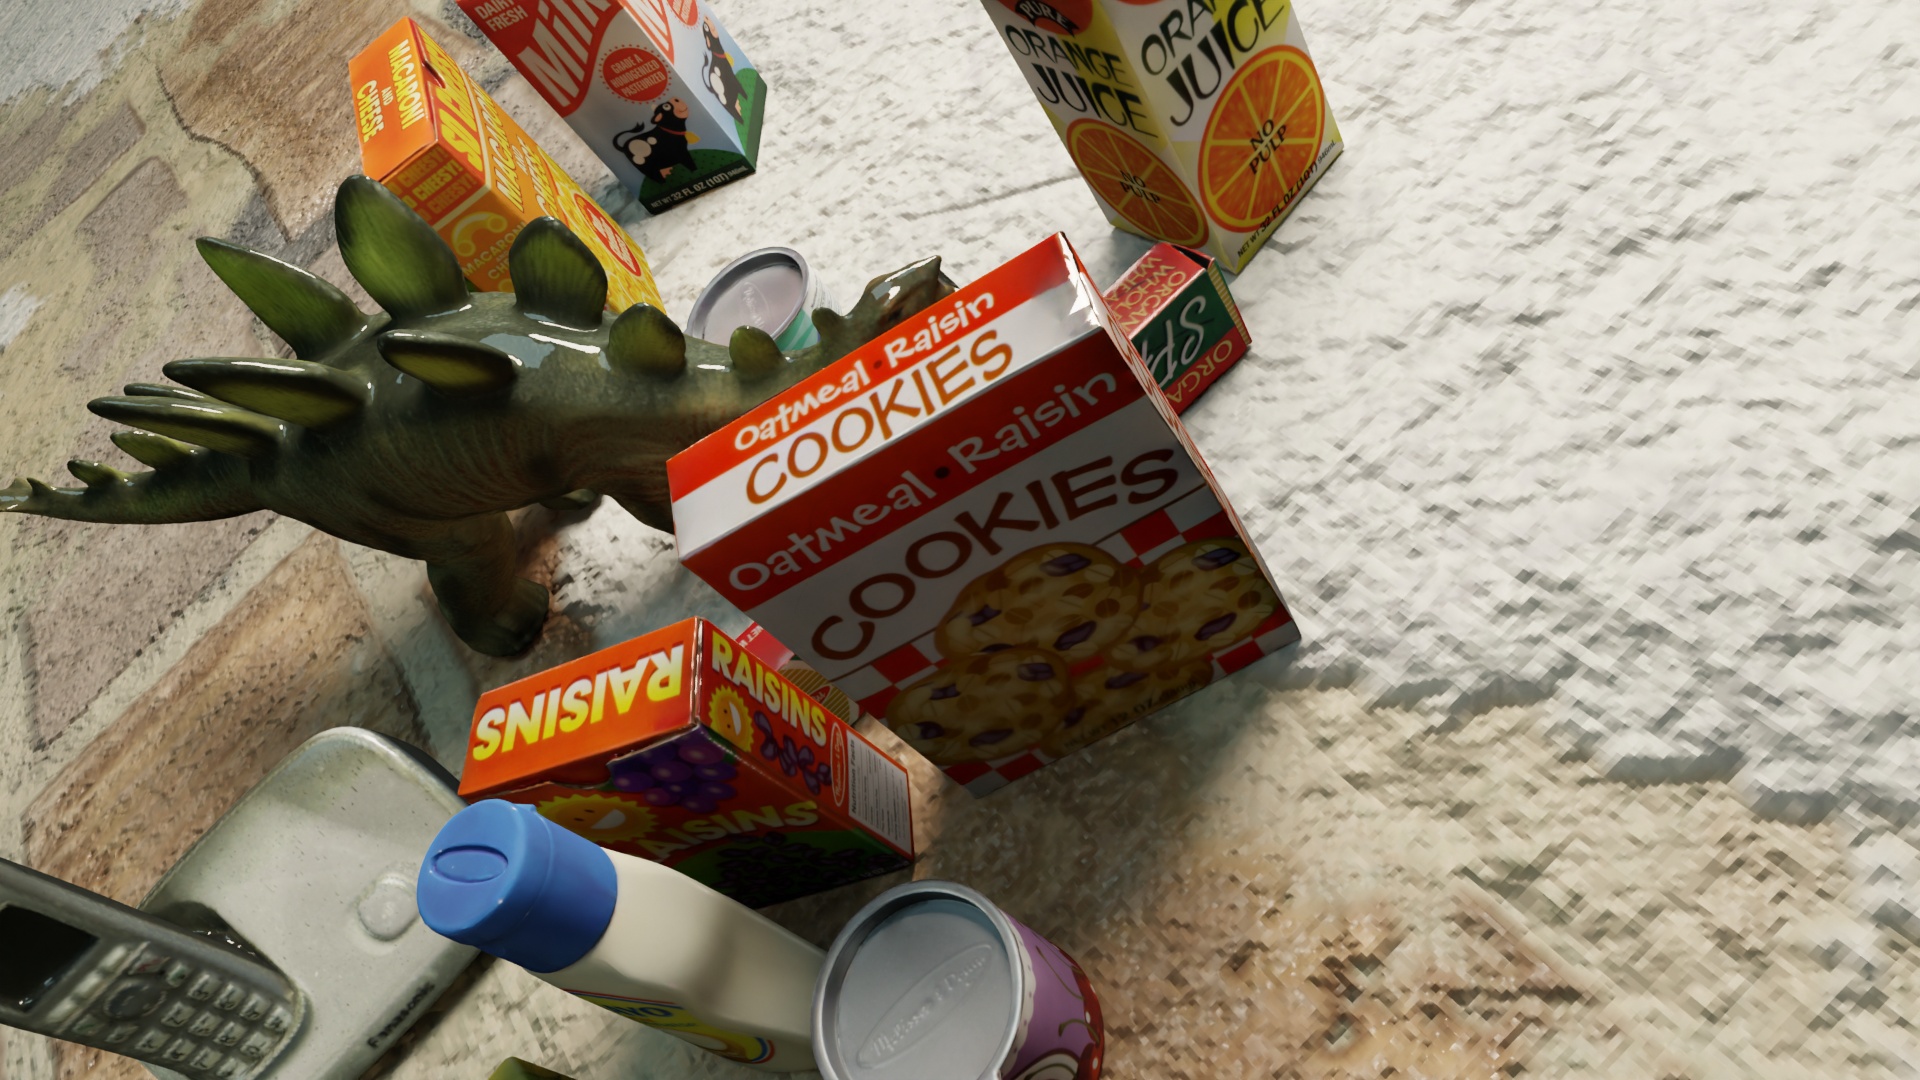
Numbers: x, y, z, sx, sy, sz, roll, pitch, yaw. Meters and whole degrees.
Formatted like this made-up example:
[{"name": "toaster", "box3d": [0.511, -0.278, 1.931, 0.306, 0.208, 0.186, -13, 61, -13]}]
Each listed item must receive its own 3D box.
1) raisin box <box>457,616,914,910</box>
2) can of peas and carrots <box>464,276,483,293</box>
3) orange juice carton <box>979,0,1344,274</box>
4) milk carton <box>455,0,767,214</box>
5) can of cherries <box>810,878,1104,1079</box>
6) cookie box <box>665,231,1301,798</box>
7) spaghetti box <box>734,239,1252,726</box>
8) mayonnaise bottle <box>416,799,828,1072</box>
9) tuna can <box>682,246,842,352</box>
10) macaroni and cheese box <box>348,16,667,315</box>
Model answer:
[{"name": "raisin box", "box3d": [-0.082, 0.078, 0.444, 0.086, 0.123, 0.040, -19, 52, 20]}, {"name": "can of peas and carrots", "box3d": [-0.249, -0.150, 0.748, 0.071, 0.058, 0.071, -16, 53, 22]}, {"name": "orange juice carton", "box3d": [0.063, -0.189, 0.491, 0.072, 0.192, 0.073, -50, 48, -6]}, {"name": "milk carton", "box3d": [-0.180, -0.261, 0.692, 0.072, 0.190, 0.074, -16, 53, 23]}, {"name": "can of cherries", "box3d": [0.001, 0.140, 0.395, 0.071, 0.058, 0.072, -16, 53, 22]}, {"name": "cookie box", "box3d": [0.014, 0.004, 0.405, 0.123, 0.167, 0.040, -29, 49, 13]}, {"name": "spaghetti box", "box3d": [0.002, -0.006, 0.500, 0.250, 0.050, 0.029, -43, 47, -1]}, {"name": "mayonnaise bottle", "box3d": [-0.091, 0.119, 0.406, 0.064, 0.147, 0.041, -5, 58, 30]}, {"name": "tuna can", "box3d": [-0.091, -0.096, 0.631, 0.071, 0.032, 0.071, -16, 52, 22]}, {"name": "macaroni and cheese box", "box3d": [-0.201, -0.147, 0.644, 0.040, 0.166, 0.124, -35, 48, 7]}]
